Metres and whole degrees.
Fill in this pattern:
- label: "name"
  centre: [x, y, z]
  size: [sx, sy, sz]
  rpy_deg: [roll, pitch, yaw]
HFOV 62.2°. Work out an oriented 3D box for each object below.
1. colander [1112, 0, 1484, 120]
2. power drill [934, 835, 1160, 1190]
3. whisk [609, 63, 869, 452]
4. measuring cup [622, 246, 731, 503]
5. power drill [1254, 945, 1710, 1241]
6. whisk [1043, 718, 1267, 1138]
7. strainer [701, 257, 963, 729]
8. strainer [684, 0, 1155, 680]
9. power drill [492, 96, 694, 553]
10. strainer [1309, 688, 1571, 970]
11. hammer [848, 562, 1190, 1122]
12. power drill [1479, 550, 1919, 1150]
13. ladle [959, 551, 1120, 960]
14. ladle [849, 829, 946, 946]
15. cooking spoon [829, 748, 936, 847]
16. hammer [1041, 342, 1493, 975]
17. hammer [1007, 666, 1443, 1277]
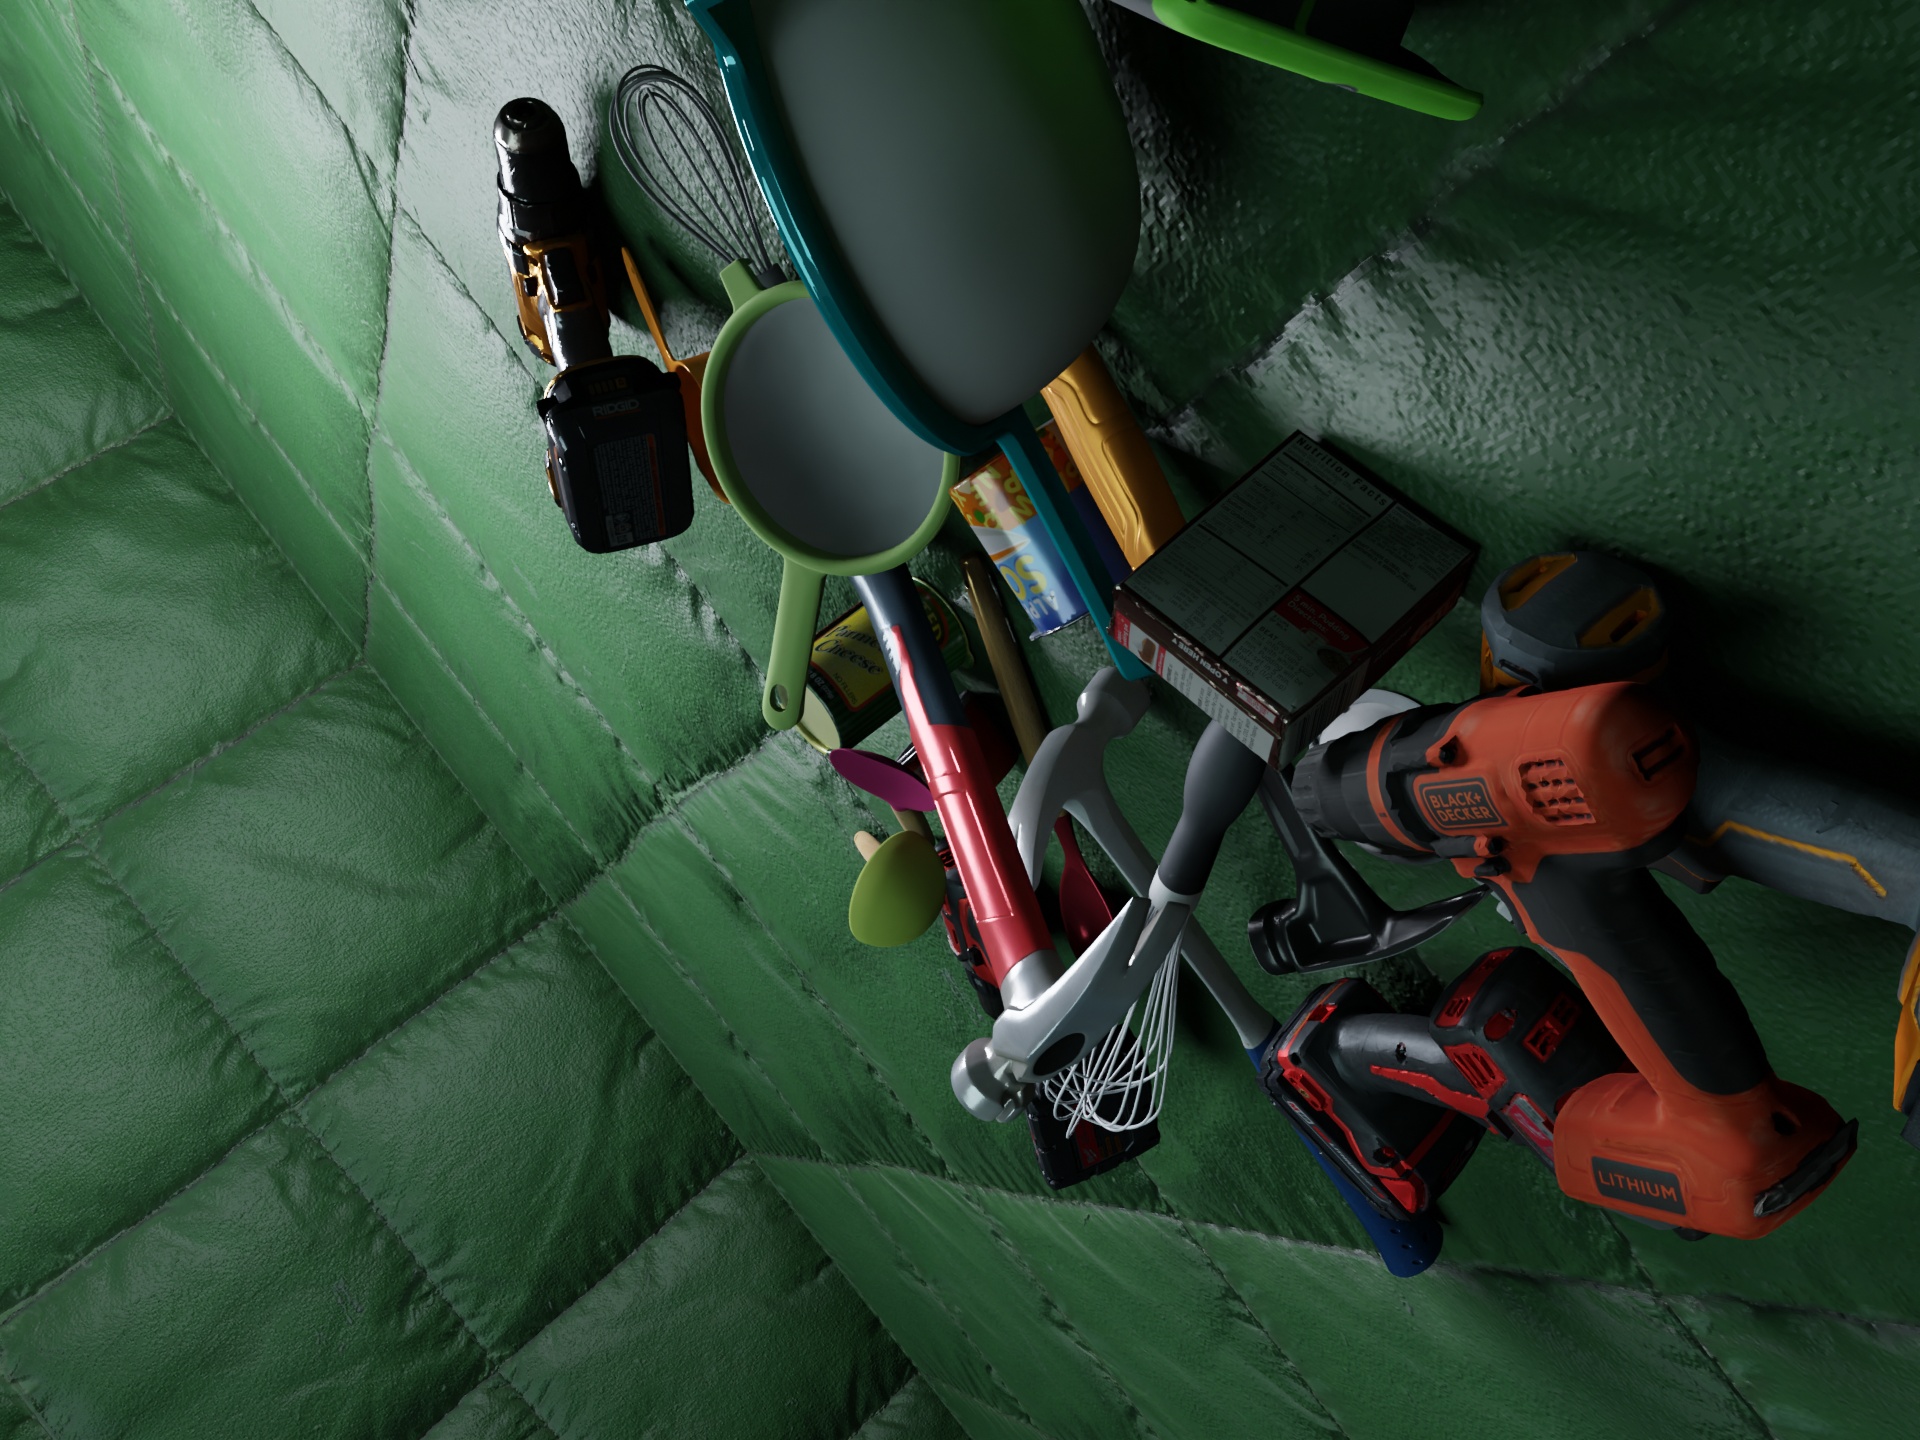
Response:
- label: "colander"
  centre: [0.014, -0.301, 0.474]
  size: [0.398, 0.204, 0.094]
  rpy_deg: [52, 131, 40]
- label: "power drill"
  centre: [0.050, 0.201, 1.077]
  size: [0.227, 0.080, 0.187]
  rpy_deg: [-121, 12, -46]
- label: "whisk"
  centre: [-0.107, -0.234, 0.846]
  size: [0.055, 0.055, 0.238]
  rpy_deg: [6, 134, 58]
- label: "measuring cup"
  centre: [-0.148, -0.215, 0.948]
  size: [0.174, 0.052, 0.095]
  rpy_deg: [65, 162, 11]
- label: "power drill"
  centre: [0.242, 0.179, 0.741]
  size: [0.143, 0.078, 0.219]
  rpy_deg: [46, 160, -1]
- label: "whisk"
  centre: [0.091, 0.099, 0.728]
  size: [0.070, 0.070, 0.284]
  rpy_deg: [39, 135, 26]
- label: "strainer"
  centre: [-0.065, -0.112, 0.848]
  size: [0.151, 0.069, 0.256]
  rpy_deg: [25, 124, 17]
- label: "strainer"
  centre: [0.034, -0.159, 0.583]
  size: [0.095, 0.211, 0.340]
  rpy_deg: [-18, 121, 21]
- label: "power drill"
  centre: [-0.228, -0.238, 0.952]
  size: [0.185, 0.084, 0.226]
  rpy_deg: [99, 152, -59]
- label: "strainer"
  centre: [0.235, 0.073, 0.688]
  size: [0.258, 0.050, 0.086]
  rpy_deg: [41, 139, 15]
- label: "hammer"
  centre: [-0.001, -0.003, 0.801]
  size: [0.143, 0.038, 0.387]
  rpy_deg: [-54, 39, 32]
- label: "power drill"
  centre: [0.275, 0.053, 0.541]
  size: [0.227, 0.084, 0.164]
  rpy_deg: [36, 152, 39]
- label: "ladle"
  centre: [0.051, 0.035, 0.967]
  size: [0.069, 0.031, 0.315]
  rpy_deg: [33, 149, 53]
- label: "ladle"
  centre: [-0.062, 0.101, 1.137]
  size: [0.062, 0.078, 0.320]
  rpy_deg: [24, 179, -11]
- label: "cooking spoon"
  centre: [-0.036, 0.057, 1.041]
  size: [0.069, 0.017, 0.318]
  rpy_deg: [21, 169, 8]
- label: "hammer"
  centre: [0.103, -0.049, 0.684]
  size: [0.127, 0.034, 0.337]
  rpy_deg: [-29, 88, 57]
- label: "hammer"
  centre: [0.155, 0.168, 0.875]
  size: [0.035, 0.144, 0.405]
  rpy_deg: [-12, 121, 48]
